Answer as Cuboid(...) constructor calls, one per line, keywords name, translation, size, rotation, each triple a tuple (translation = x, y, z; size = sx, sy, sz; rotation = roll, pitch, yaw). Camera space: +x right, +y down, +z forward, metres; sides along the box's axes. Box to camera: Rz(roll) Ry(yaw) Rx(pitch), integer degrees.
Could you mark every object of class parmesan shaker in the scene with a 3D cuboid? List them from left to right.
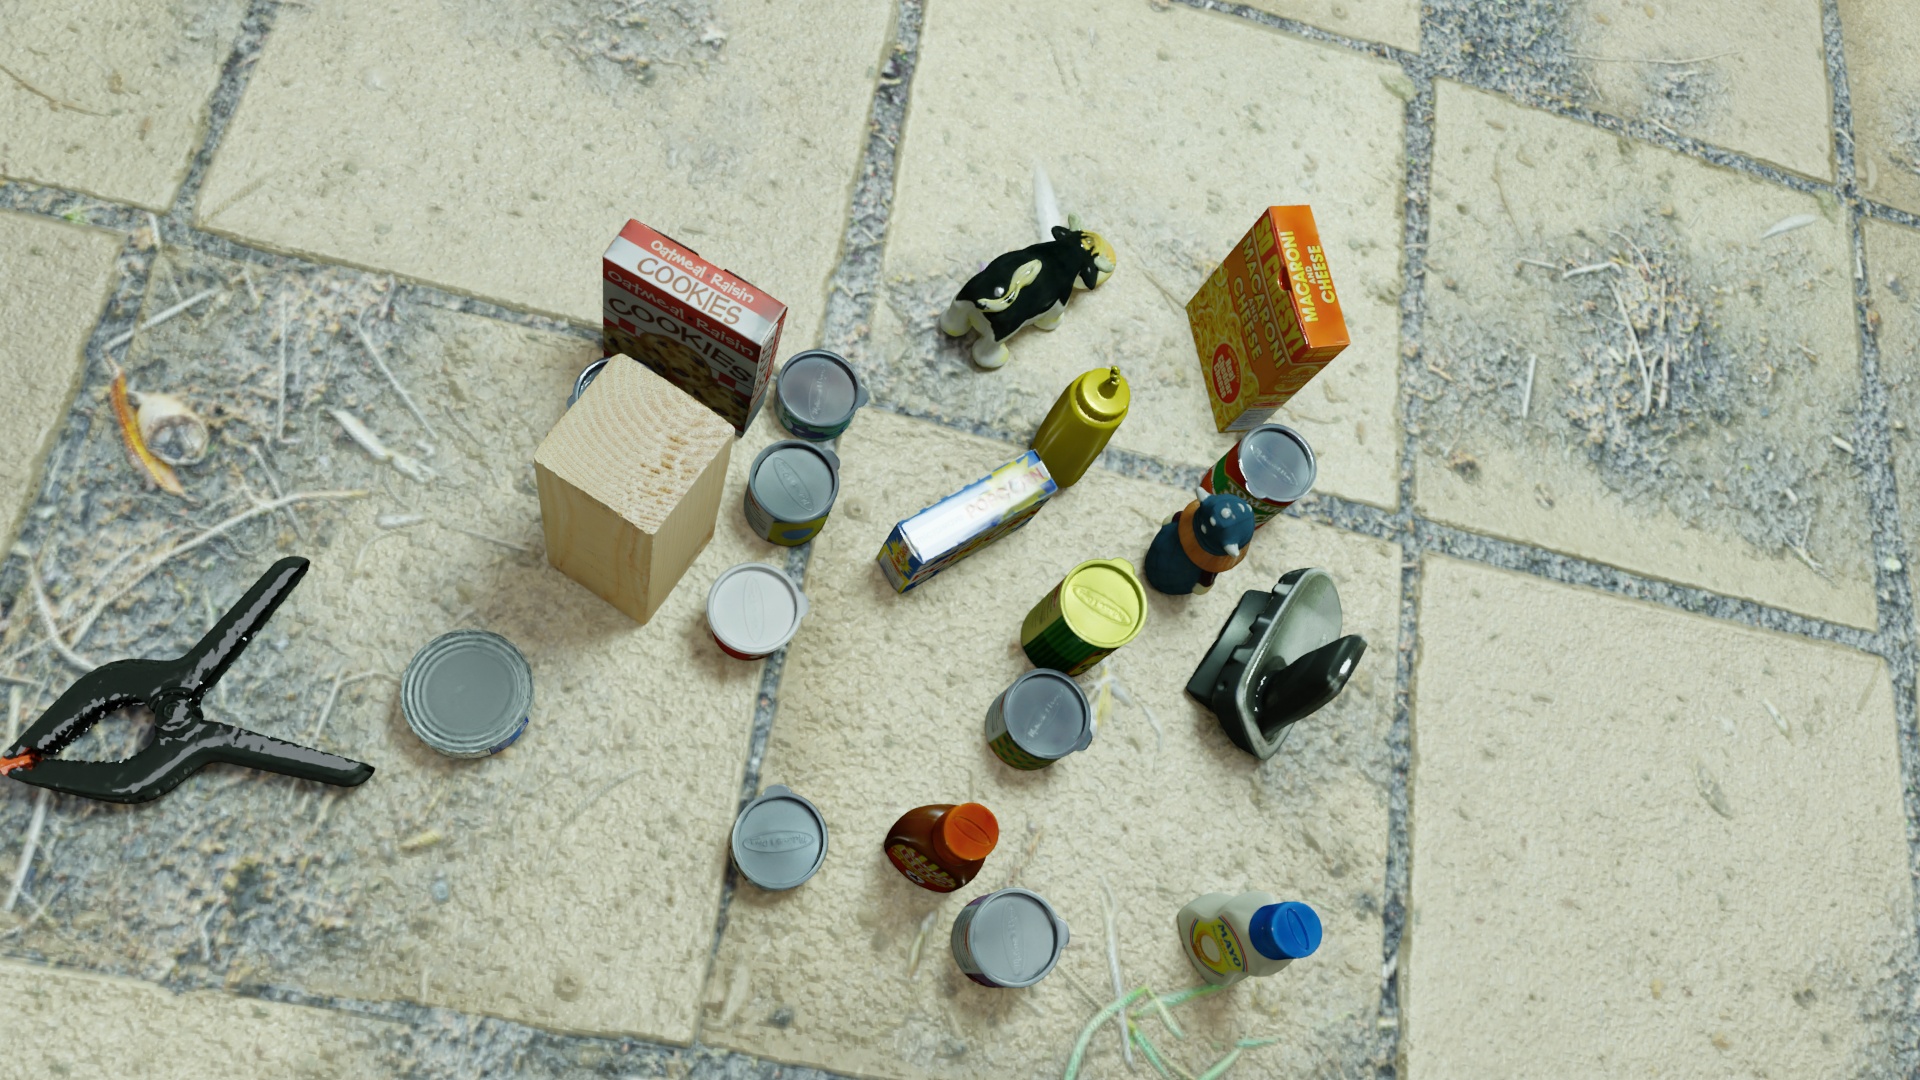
Cuboid(name="parmesan shaker", translation=(0.092, 0.058, 1.039), size=(0.071, 0.102, 0.071), rotation=(4, 70, -13))

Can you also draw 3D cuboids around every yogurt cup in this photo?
Cuboid(name="yogurt cup", translation=(-0.151, 0.055, 1.005), size=(0.072, 0.053, 0.072), rotation=(4, 70, -13))

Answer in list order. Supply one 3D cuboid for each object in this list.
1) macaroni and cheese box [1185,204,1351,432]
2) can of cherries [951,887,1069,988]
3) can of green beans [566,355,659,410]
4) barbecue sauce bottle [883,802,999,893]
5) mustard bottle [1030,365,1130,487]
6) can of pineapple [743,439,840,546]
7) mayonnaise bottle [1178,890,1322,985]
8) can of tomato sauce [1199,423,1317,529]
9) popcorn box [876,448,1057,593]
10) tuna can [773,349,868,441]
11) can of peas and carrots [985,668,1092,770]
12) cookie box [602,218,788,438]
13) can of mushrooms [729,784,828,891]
Cuboid(name="macaroni and cheese box", translation=(0.244, -0.175, 1.125), size=(0.040, 0.166, 0.124), rotation=(-7, 73, -16))
Cuboid(name="can of cherries", translation=(0.034, 0.279, 0.970), size=(0.071, 0.058, 0.071), rotation=(4, 70, -13))
Cuboid(name="can of green beans", translation=(-0.253, -0.095, 1.030), size=(0.071, 0.057, 0.071), rotation=(4, 70, -13))
Cuboid(name="barbecue sauce bottle", translation=(-0.009, 0.204, 0.937), size=(0.065, 0.148, 0.044), rotation=(36, 67, 0))
Cuboid(name="mustard bottle", translation=(0.095, -0.093, 1.061), size=(0.049, 0.159, 0.065), rotation=(24, 68, -5))
Cuboid(name="can of pineapple", translation=(-0.126, -0.035, 1.041), size=(0.071, 0.057, 0.071), rotation=(4, 70, -13))
Cuboid(name="mayonnaise bottle", translation=(0.201, 0.274, 0.965), size=(0.041, 0.147, 0.065), rotation=(-19, 77, -19))
Cuboid(name="can of tomato sauce", translation=(0.238, -0.047, 1.123), size=(0.071, 0.082, 0.071), rotation=(4, 70, -13))
Cuboid(name="popcorn box", translation=(0.004, -0.013, 1.051), size=(0.127, 0.085, 0.038), rotation=(-29, 81, -21))
Cuboid(name="tuna can", translation=(-0.109, -0.113, 1.086), size=(0.071, 0.032, 0.071), rotation=(4, 70, -13))
Cuboid(name="can of peas and carrots", translation=(0.058, 0.135, 1.027), size=(0.071, 0.058, 0.071), rotation=(4, 70, -13))
Cuboid(name="cookie box", translation=(-0.195, -0.149, 1.004), size=(0.123, 0.166, 0.040), rotation=(29, 67, -3))
Cuboid(name="can of mushrooms", translation=(-0.127, 0.208, 0.968), size=(0.071, 0.033, 0.071), rotation=(4, 70, -13))
